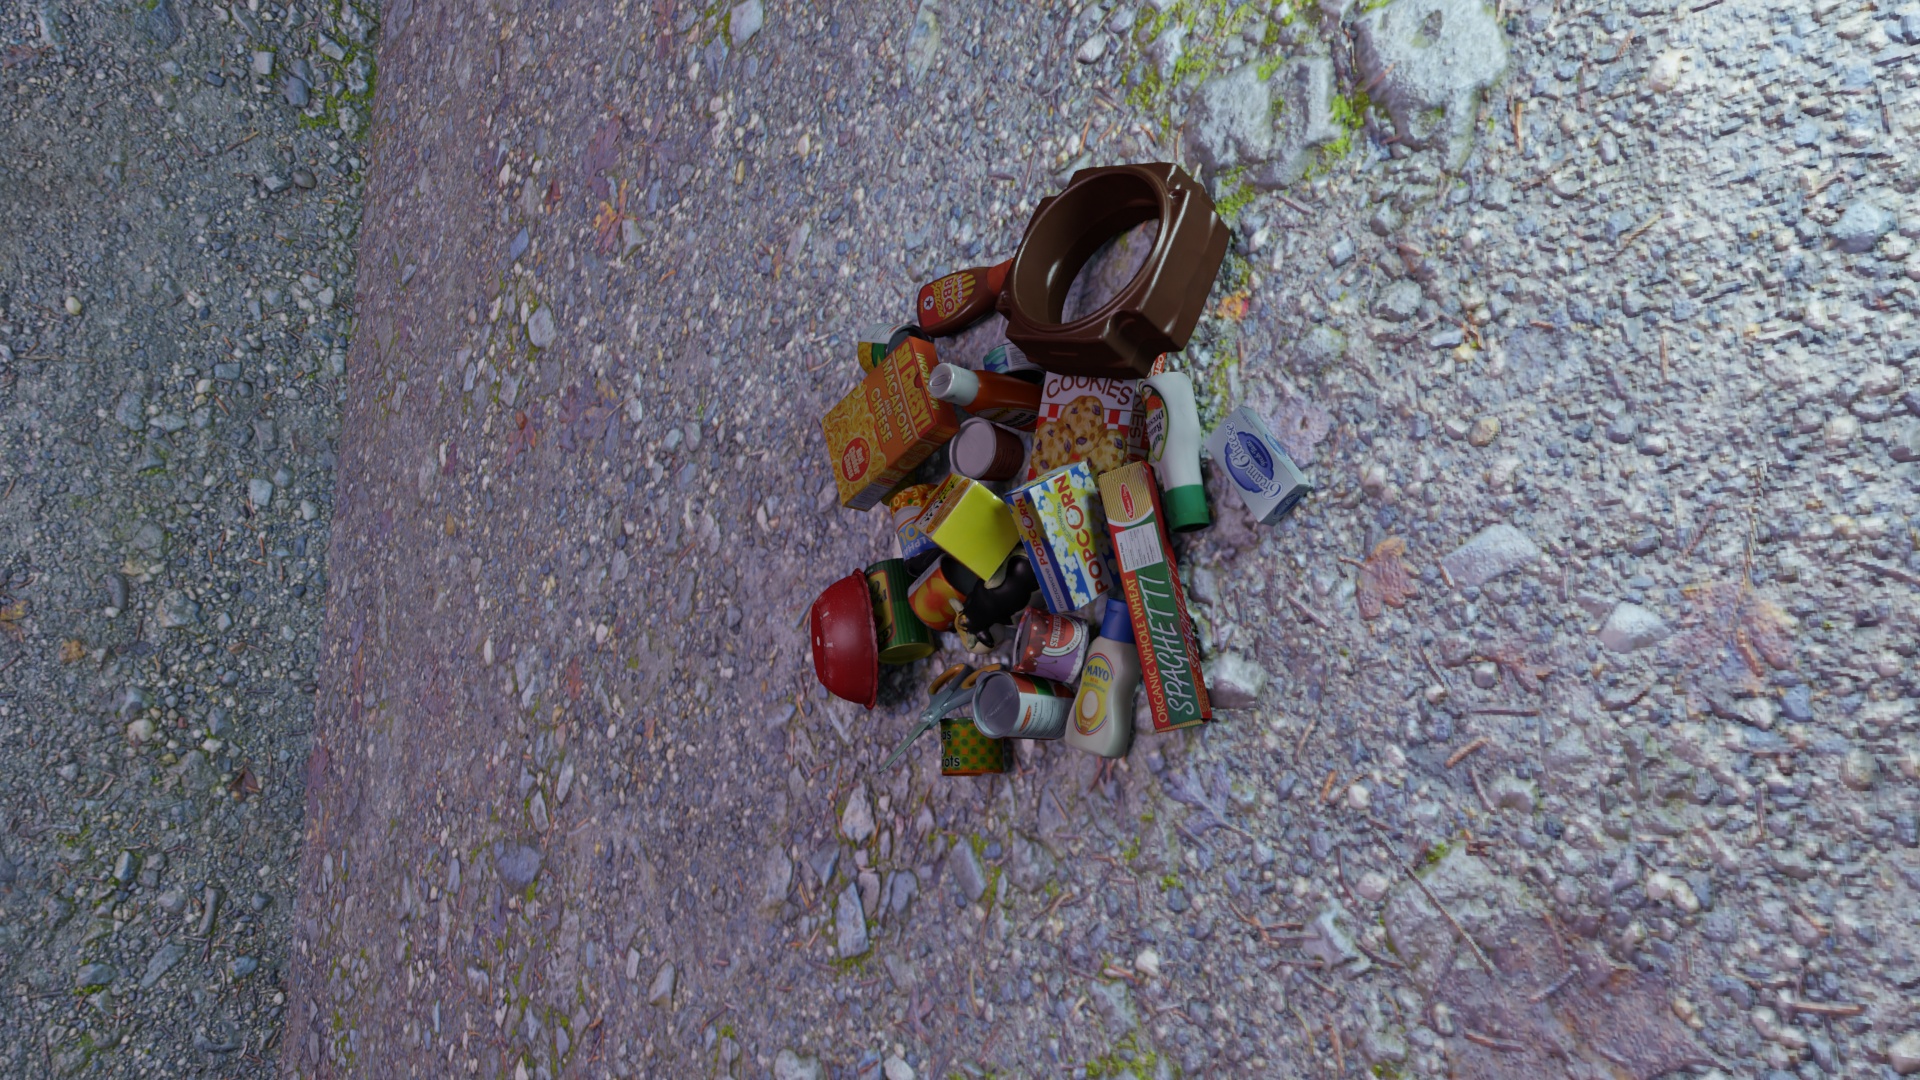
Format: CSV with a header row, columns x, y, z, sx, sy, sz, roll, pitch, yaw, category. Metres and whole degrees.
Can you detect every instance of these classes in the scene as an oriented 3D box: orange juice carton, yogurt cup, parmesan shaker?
x,y,z,sx,sy,sz,roll,pitch,yaw,category
0.005,-0.018,1.419,0.073,0.072,0.193,-52,11,-1,orange juice carton
0.030,-0.094,1.484,0.072,0.054,0.072,-11,74,44,yogurt cup
-0.070,0.079,1.547,0.071,0.071,0.103,-30,61,39,parmesan shaker

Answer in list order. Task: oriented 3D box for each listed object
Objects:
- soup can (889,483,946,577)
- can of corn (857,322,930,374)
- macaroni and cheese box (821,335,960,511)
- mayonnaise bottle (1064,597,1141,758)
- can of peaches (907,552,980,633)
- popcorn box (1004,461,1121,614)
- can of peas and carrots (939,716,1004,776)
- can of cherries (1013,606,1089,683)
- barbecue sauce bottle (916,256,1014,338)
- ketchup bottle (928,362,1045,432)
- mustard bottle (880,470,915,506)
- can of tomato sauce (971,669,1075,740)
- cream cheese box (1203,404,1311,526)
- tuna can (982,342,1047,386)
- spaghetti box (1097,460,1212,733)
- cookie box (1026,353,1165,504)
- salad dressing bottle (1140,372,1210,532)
x,y,z,sx,sy,sz,roll,pitch,yaw,category
-0.040,-0.011,1.528,0.071,0.071,0.084,-38,56,35,soup can
-0.077,-0.217,1.614,0.058,0.071,0.071,13,92,47,can of corn
-0.081,-0.128,1.541,0.165,0.040,0.124,-39,54,35,macaroni and cheese box
0.143,0.130,1.331,0.065,0.041,0.148,14,93,50,mayonnaise bottle
-0.012,0.057,1.492,0.057,0.071,0.071,-47,52,29,can of peaches
0.103,-0.003,1.333,0.038,0.085,0.126,-14,100,50,popcorn box
0.010,0.213,1.432,0.071,0.071,0.059,-14,73,44,can of peas and carrots
0.088,0.100,1.357,0.071,0.058,0.071,-163,87,-82,can of cherries
0.016,-0.275,1.544,0.148,0.044,0.065,-15,70,43,barbecue sauce bottle
0.033,-0.148,1.424,0.064,0.149,0.043,-18,69,43,ketchup bottle
-0.083,-0.092,1.605,0.065,0.049,0.161,-37,57,37,mustard bottle
0.062,0.163,1.378,0.071,0.083,0.071,-11,74,45,can of tomato sauce
0.267,-0.068,1.255,0.053,0.024,0.104,-51,50,29,cream cheese box
0.057,-0.180,1.466,0.071,0.071,0.033,-28,64,40,tuna can
0.180,0.052,1.289,0.050,0.029,0.250,-18,76,28,spaghetti box
0.135,-0.120,1.392,0.123,0.040,0.167,11,91,46,cookie box
0.204,-0.082,1.305,0.064,0.044,0.148,134,129,-69,salad dressing bottle
